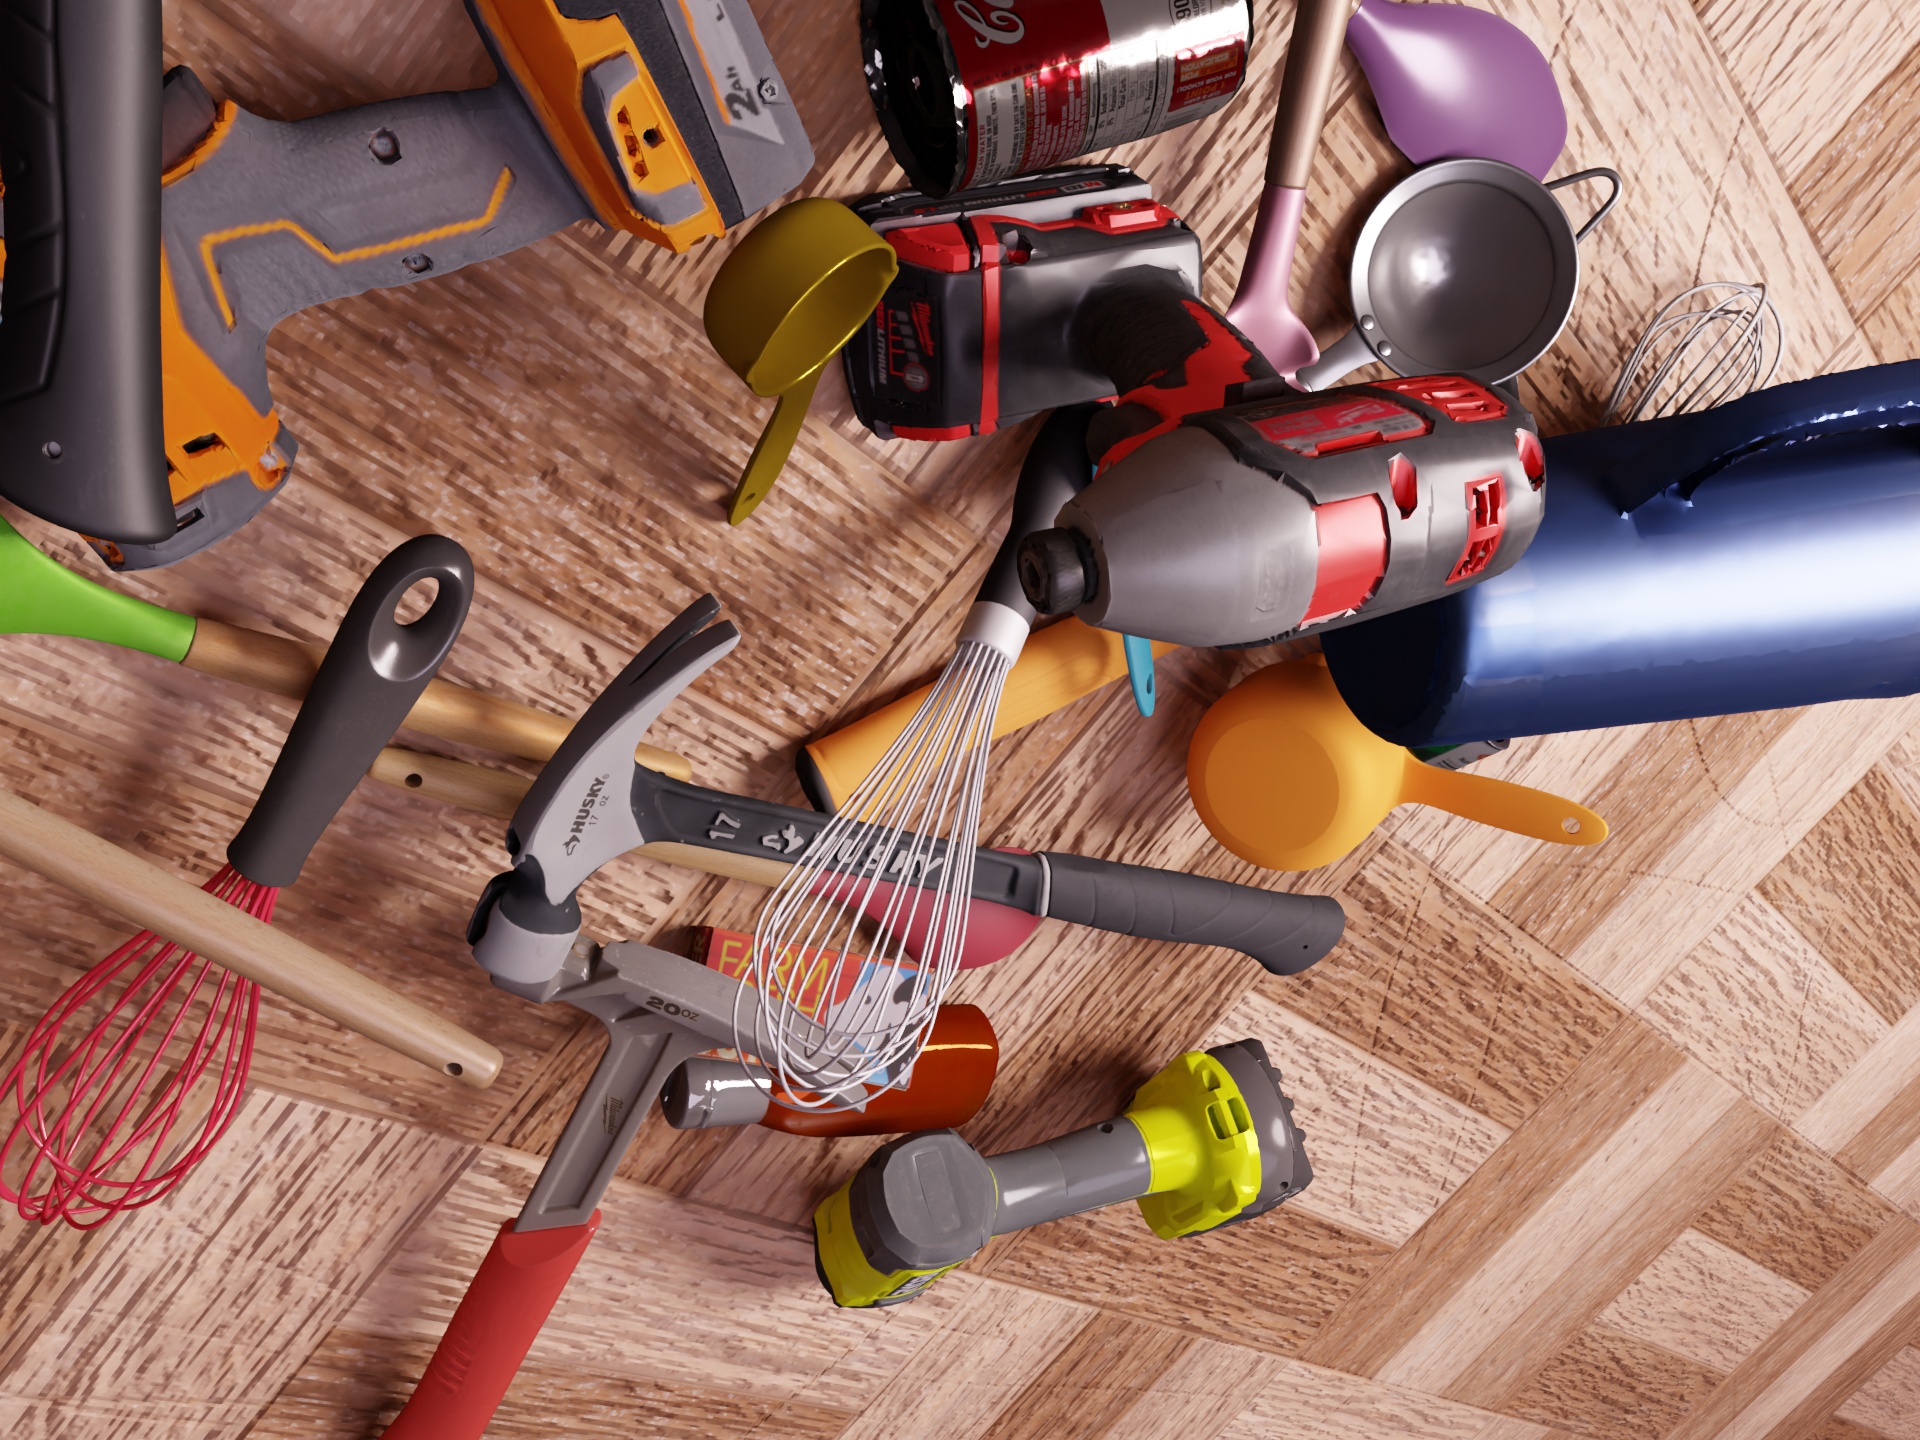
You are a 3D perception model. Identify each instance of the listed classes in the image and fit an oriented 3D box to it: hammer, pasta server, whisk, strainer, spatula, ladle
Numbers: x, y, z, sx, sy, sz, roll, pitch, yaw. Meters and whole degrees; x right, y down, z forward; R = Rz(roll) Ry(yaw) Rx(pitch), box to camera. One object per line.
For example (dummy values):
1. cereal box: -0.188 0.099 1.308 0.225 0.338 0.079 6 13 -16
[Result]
1. hammer: -0.174 -0.201 0.323 0.146 0.035 0.334 5 107 -11
2. pasta server: 0.119 -0.205 0.530 0.060 0.040 0.316 -3 119 -22
3. hammer: 0.019 0.059 0.649 0.408 0.036 0.149 14 114 -37
4. whisk: -0.237 0.061 0.518 0.073 0.073 0.295 23 111 -39
5. strainer: 0.135 -0.133 0.617 0.258 0.050 0.087 -33 97 3
6. spatula: 0.115 -0.256 0.533 0.315 0.018 0.059 17 111 -38
7. ladle: -0.082 0.055 0.638 0.315 0.031 0.069 19 110 -36
8. hammer: 0.086 -0.050 0.652 0.337 0.034 0.127 -26 132 -11
9. hammer: -0.177 0.240 0.672 0.149 0.037 0.359 26 116 -9
10. whisk: 0.280 -0.094 0.727 0.058 0.059 0.246 34 109 -3
11. whisk: -0.002 -0.002 0.543 0.070 0.070 0.285 45 59 -42

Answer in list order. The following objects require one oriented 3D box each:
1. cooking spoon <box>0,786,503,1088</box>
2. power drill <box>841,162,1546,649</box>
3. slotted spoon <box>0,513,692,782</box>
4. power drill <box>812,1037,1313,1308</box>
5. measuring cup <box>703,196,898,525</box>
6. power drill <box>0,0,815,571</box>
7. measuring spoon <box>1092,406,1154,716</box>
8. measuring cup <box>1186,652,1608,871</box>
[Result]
1. cooking spoon: -0.272 0.030 0.456 0.318 0.017 0.068 35 115 -23
2. power drill: 0.048 -0.094 0.473 0.143 0.220 0.078 -15 128 -20
3. slotted spoon: -0.219 -0.020 0.507 0.313 0.031 0.070 19 116 -39
4. power drill: 0.041 0.229 0.778 0.223 0.080 0.171 -8 154 -23
5. measuring cup: -0.062 -0.105 0.495 0.062 0.029 0.156 -43 178 -27
6. power drill: -0.170 -0.155 0.404 0.226 0.084 0.164 -30 130 -3
7. measuring spoon: 0.071 -0.056 0.596 0.042 0.021 0.128 -54 141 -48
8. measuring cup: 0.178 0.031 0.669 0.052 0.174 0.095 -24 124 -56
